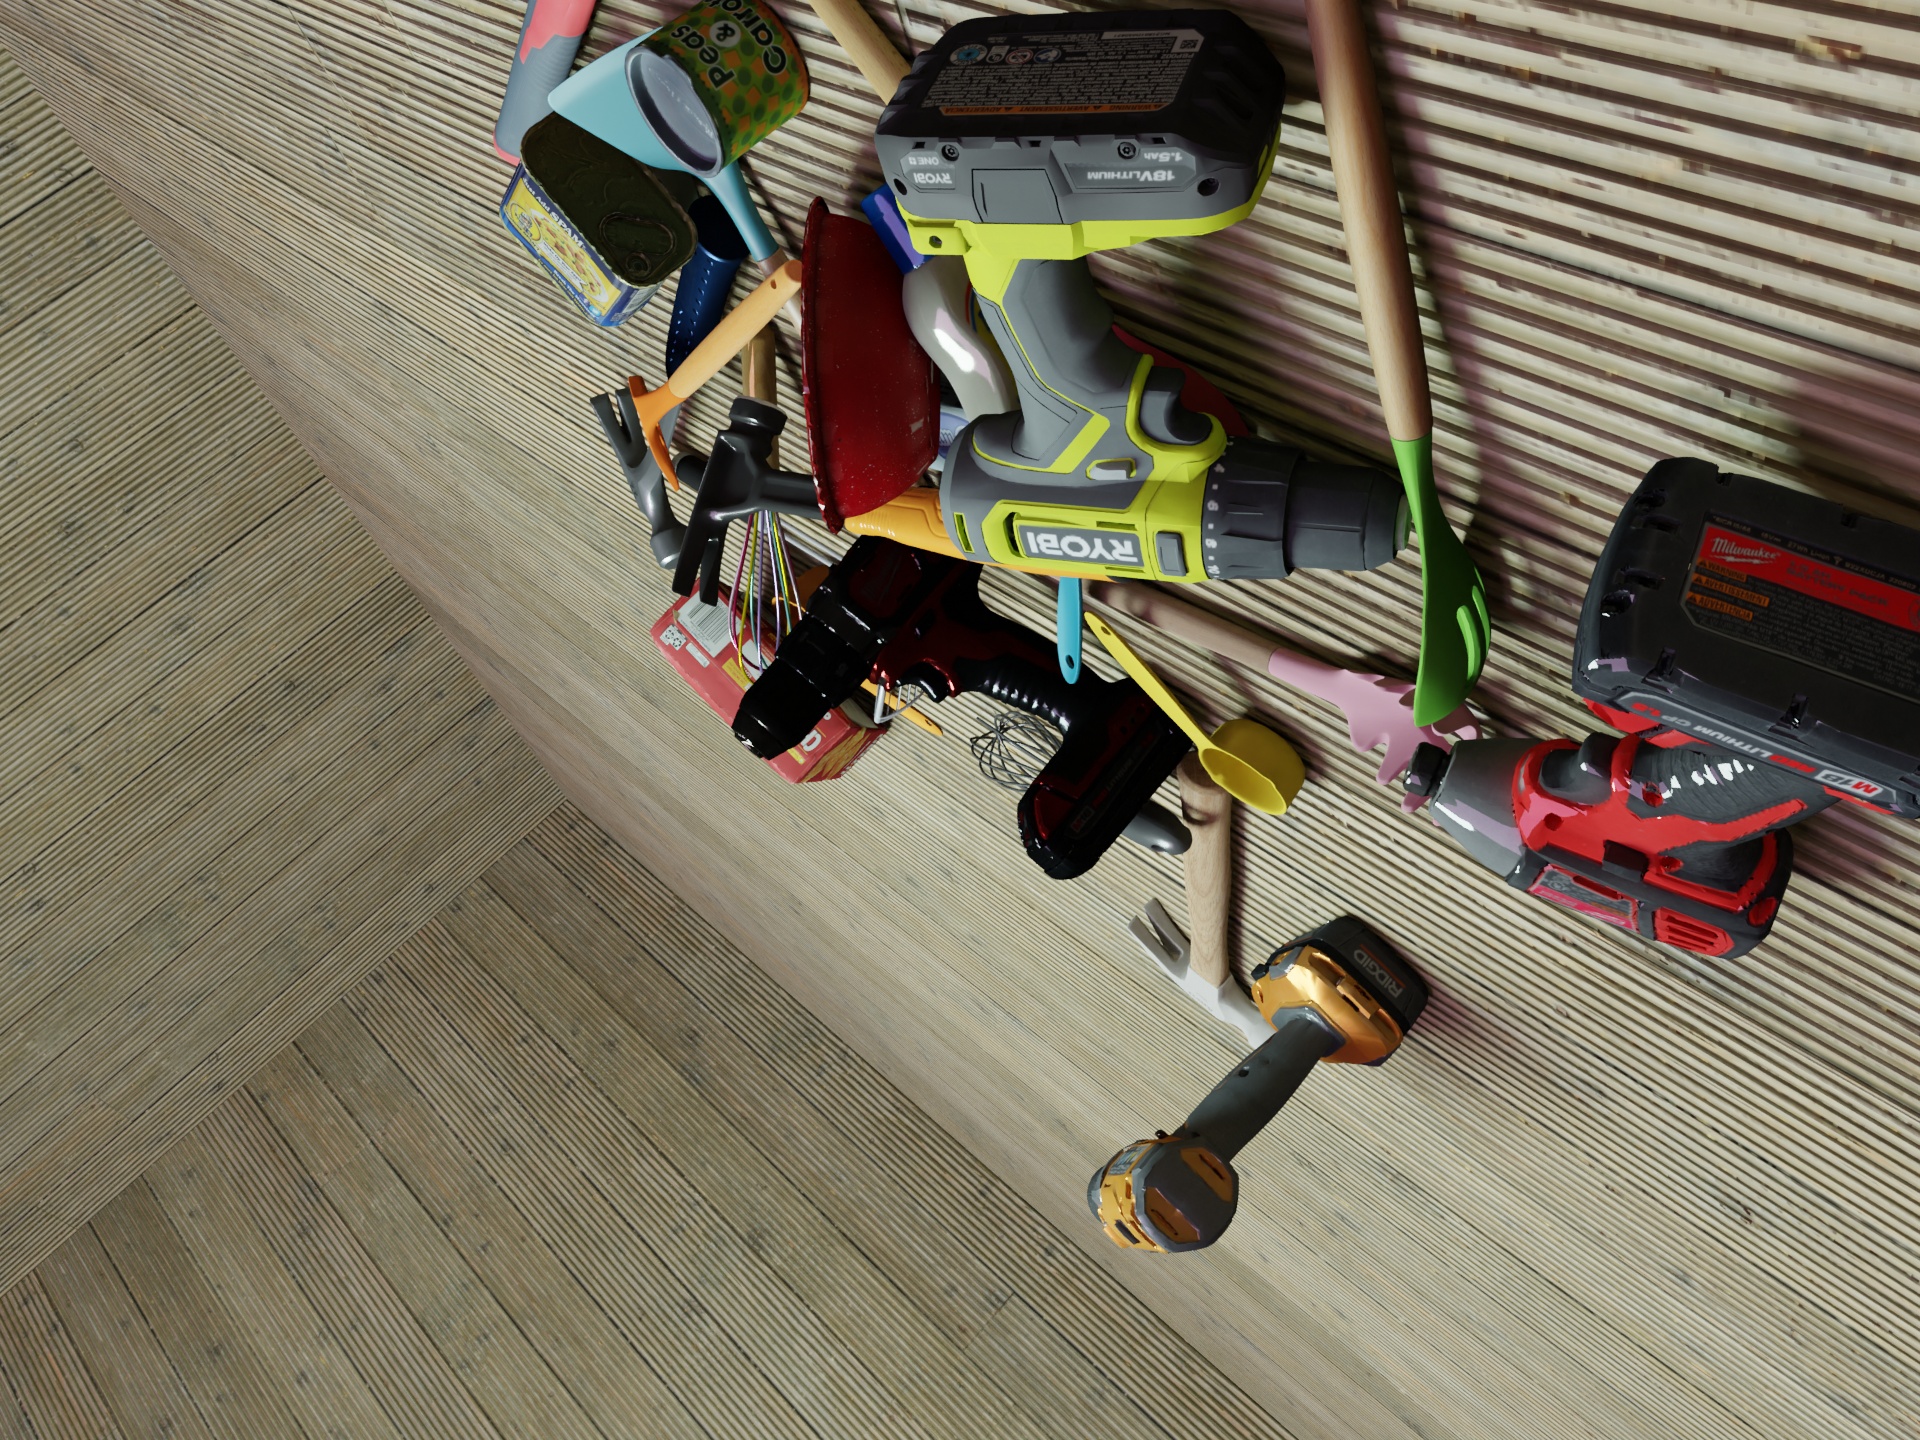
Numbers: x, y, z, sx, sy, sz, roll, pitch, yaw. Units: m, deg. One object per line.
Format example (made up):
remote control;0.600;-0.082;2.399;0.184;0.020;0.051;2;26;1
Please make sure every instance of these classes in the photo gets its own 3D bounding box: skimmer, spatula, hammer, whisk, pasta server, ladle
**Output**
skimmer;-0.126;-0.118;1.114;0.364;0.090;0.127;34;127;40
spatula;-0.096;-0.230;0.877;0.082;0.044;0.317;-19;127;23
hammer;-0.216;-0.388;0.823;0.143;0.038;0.386;52;161;-12
whisk;-0.127;-0.131;1.022;0.051;0.047;0.244;43;139;50
whisk;0.075;0.040;1.032;0.239;0.055;0.055;29;156;57
hammer;-0.036;-0.104;0.850;0.337;0.127;0.034;15;176;45
pasta server;0.133;-0.035;0.796;0.316;0.040;0.060;30;143;44
ladle;0.014;-0.224;0.683;0.315;0.031;0.069;50;159;-6
hammer;-0.194;-0.232;1.071;0.144;0.035;0.405;65;159;6
hammer;0.163;0.117;1.062;0.130;0.031;0.331;36;159;28
spatula;-0.146;-0.202;0.915;0.322;0.041;0.081;-14;96;62

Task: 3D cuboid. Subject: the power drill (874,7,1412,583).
power drill;0.071;-0.140;0.601;0.190;0.080;0.228;8;144;22

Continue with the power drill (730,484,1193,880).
power drill;-0.001;-0.003;0.923;0.227;0.188;0.080;40;171;2

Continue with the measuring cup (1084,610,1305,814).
measuring cup;0.127;-0.011;0.853;0.156;0.029;0.062;45;165;-13

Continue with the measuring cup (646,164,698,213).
measuring cup;-0.178;-0.318;0.880;0.083;0.038;0.167;49;164;-8

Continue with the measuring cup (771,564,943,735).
measuring cup;-0.062;-0.052;1.175;0.174;0.052;0.095;36;159;24

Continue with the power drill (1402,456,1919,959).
power drill;0.241;0.010;0.548;0.143;0.078;0.219;22;159;12

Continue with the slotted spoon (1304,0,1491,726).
slotted spoon;0.153;-0.122;0.555;0.031;0.070;0.313;2;133;31

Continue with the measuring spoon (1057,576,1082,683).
measuring spoon;0.066;-0.072;0.850;0.042;0.021;0.128;46;150;38

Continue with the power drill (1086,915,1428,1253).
power drill;0.168;0.234;0.981;0.084;0.226;0.185;44;162;6
